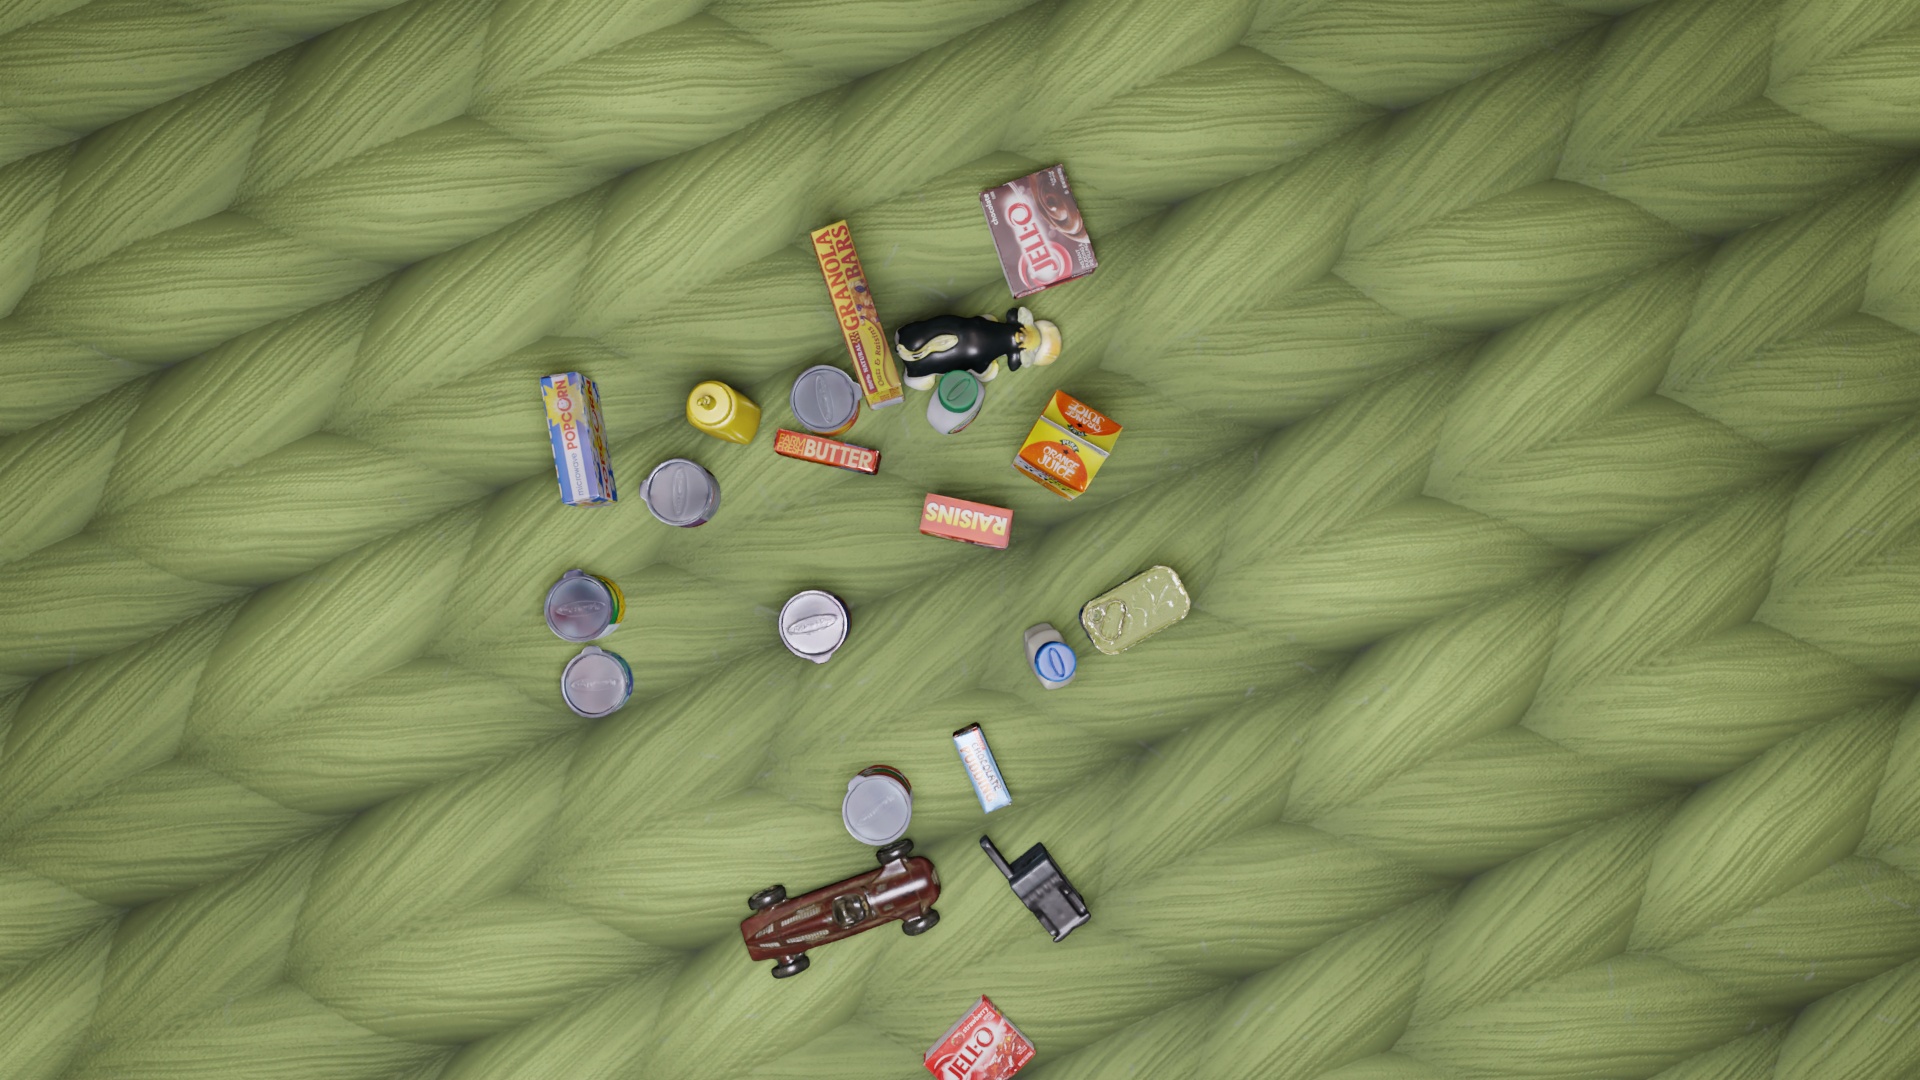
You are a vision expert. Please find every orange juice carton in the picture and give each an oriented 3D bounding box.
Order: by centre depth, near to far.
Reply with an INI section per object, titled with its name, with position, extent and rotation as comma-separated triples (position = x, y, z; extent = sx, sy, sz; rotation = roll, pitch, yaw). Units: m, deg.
[orange juice carton]
position = 0.100, -0.090, 1.321
extent = 0.072, 0.192, 0.073
rotation = 31, 88, 0

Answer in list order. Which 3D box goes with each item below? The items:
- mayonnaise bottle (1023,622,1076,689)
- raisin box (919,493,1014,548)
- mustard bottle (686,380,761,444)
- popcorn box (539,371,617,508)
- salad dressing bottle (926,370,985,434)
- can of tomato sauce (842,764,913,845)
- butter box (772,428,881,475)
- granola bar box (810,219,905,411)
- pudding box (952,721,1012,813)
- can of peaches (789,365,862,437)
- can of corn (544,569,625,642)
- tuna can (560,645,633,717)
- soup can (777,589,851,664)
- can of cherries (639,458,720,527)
[mayonnaise bottle]
position = 0.087, 0.113, 1.334
extent = 0.041, 0.148, 0.065
rotation = -22, 89, -1
[raisin box]
position = 0.005, -0.017, 1.351
extent = 0.086, 0.123, 0.040
rotation = 12, 88, 0
[mustard bottle]
position = -0.231, -0.125, 1.333
extent = 0.065, 0.160, 0.049
rotation = 18, 88, 0
[popcorn box]
position = -0.374, -0.097, 1.367
extent = 0.038, 0.085, 0.126
rotation = -11, 88, -1
[salad dressing bottle]
position = -0.004, -0.136, 1.343
extent = 0.064, 0.147, 0.044
rotation = -44, 89, -2
[can of tomato sauce]
position = -0.081, 0.256, 1.358
extent = 0.071, 0.083, 0.071
rotation = 0, 88, -1
[butter box]
position = -0.133, -0.087, 1.386
extent = 0.103, 0.053, 0.024
rotation = 13, 88, 0
[granola bar box]
position = -0.100, -0.215, 1.357
extent = 0.039, 0.124, 0.165
rotation = -19, 88, -1
[pudding box]
position = 0.021, 0.225, 1.378
extent = 0.030, 0.049, 0.083
rotation = -24, 88, -2
[can of peaches]
position = -0.132, -0.138, 1.386
extent = 0.071, 0.058, 0.071
rotation = 0, 88, -1
[can of corn]
position = -0.371, 0.064, 1.373
extent = 0.071, 0.058, 0.071
rotation = 0, 88, -1
[tuna can]
position = -0.361, 0.140, 1.383
extent = 0.071, 0.033, 0.071
rotation = 0, 88, -1
[soup can]
position = -0.141, 0.084, 1.364
extent = 0.071, 0.084, 0.071
rotation = 0, 88, -1
[can of cherries]
position = -0.277, -0.047, 1.380
extent = 0.071, 0.058, 0.071
rotation = 0, 88, -1
